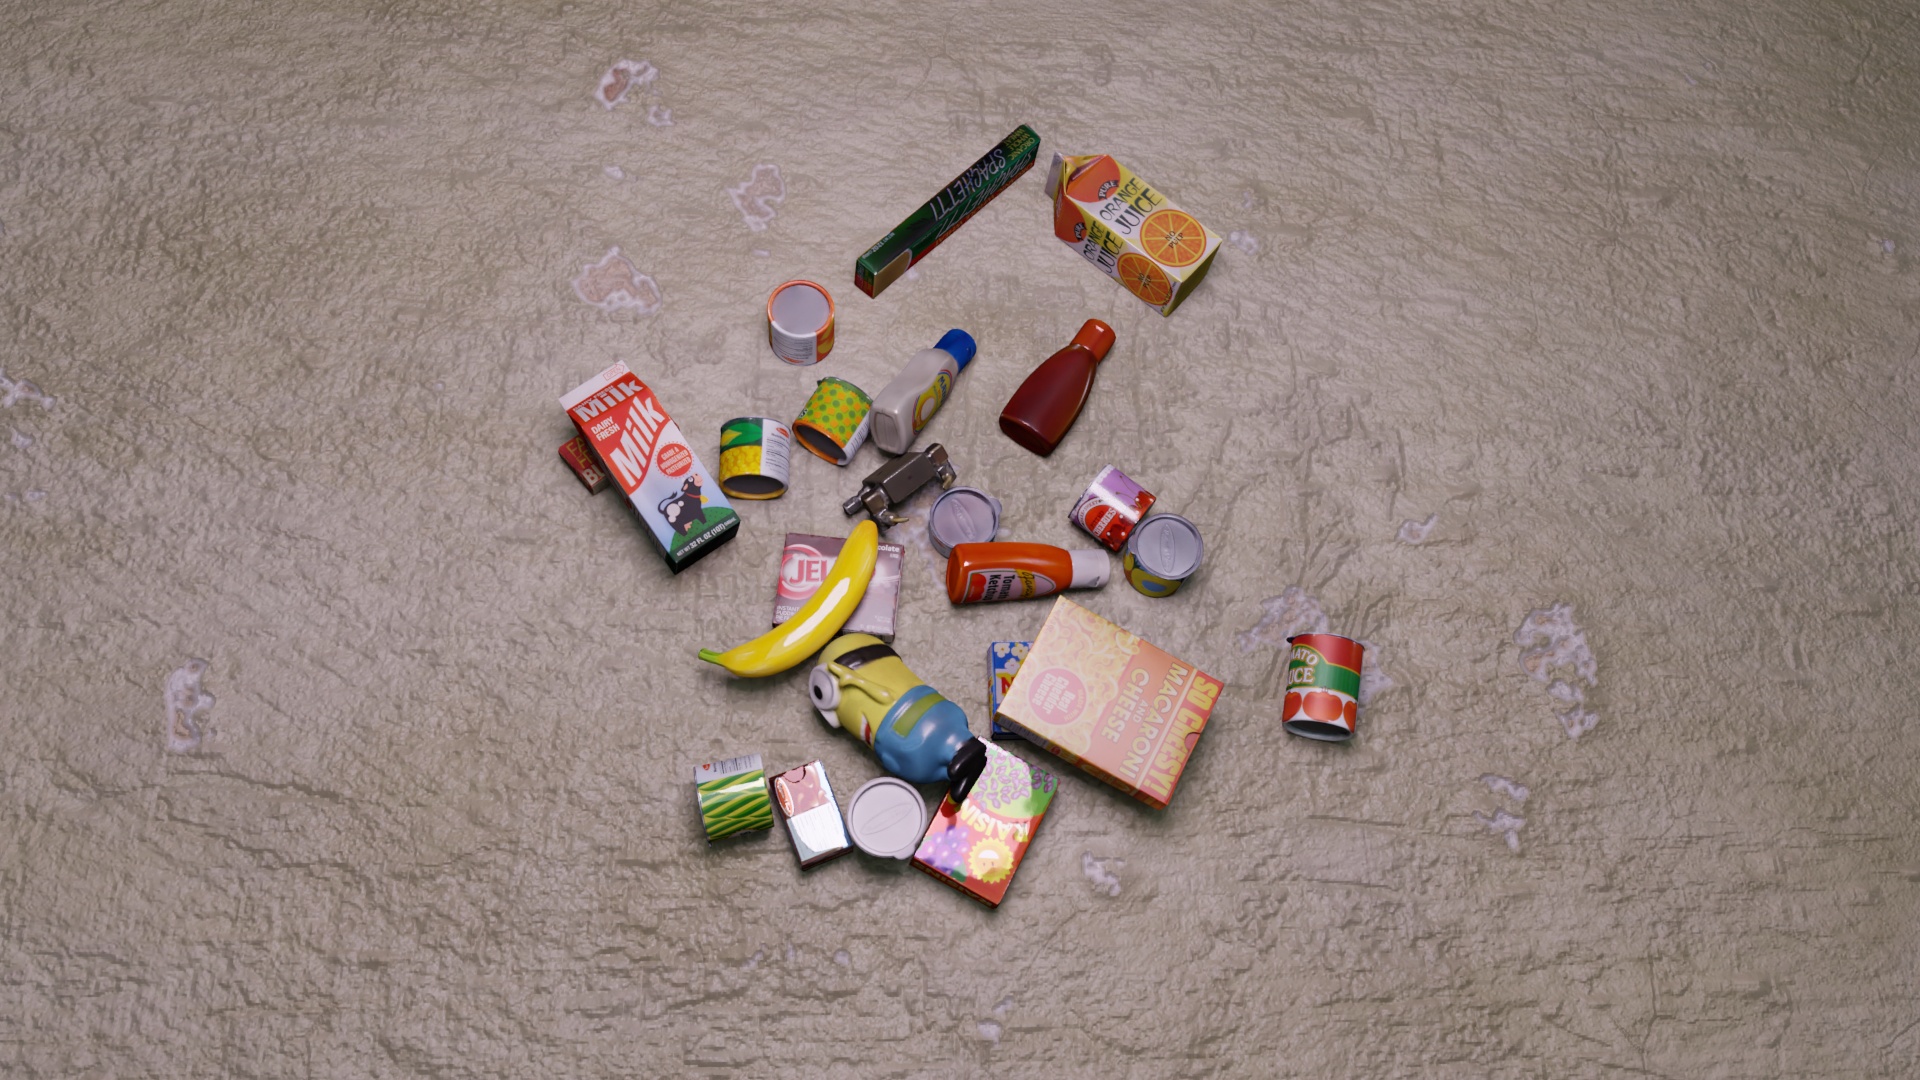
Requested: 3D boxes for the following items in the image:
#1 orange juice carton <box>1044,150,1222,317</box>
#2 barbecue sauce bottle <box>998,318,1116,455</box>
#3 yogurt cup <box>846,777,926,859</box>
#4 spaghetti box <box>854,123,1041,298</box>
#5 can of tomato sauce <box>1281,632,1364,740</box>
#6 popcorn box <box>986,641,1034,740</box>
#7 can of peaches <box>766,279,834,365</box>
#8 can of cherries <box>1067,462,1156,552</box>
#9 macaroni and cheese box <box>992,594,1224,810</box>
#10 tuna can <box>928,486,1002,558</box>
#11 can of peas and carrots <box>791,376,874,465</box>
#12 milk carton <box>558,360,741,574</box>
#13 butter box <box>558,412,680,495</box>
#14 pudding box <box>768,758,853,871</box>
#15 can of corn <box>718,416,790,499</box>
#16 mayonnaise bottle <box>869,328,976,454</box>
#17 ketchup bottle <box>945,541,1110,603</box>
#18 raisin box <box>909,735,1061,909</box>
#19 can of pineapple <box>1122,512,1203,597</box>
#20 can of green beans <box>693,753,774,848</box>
[{"bbox_3d":[0.166,-0.326,1.435,0.193,0.071,0.073,39,70,9],"label":"orange juice carton"},{"bbox_3d":[0.102,-0.157,1.378,0.065,0.043,0.149,33,69,7],"label":"barbecue sauce bottle"},{"bbox_3d":[-0.065,0.243,1.198,0.072,0.053,0.072,2,69,-5],"label":"yogurt cup"},{"bbox_3d":[-0.011,-0.343,1.436,0.029,0.050,0.251,44,71,9],"label":"spaghetti box"},{"bbox_3d":[0.331,0.134,1.274,0.071,0.071,0.083,13,69,-1],"label":"can of tomato sauce"},{"bbox_3d":[0.089,0.137,1.264,0.127,0.038,0.085,0,68,-6],"label":"popcorn box"},{"bbox_3d":[-0.156,-0.217,1.367,0.071,0.058,0.071,2,69,-5],"label":"can of peaches"},{"bbox_3d":[0.143,-0.029,1.318,0.058,0.071,0.072,37,70,8],"label":"can of cherries"},{"bbox_3d":[0.130,0.142,1.222,0.166,0.040,0.124,28,70,5],"label":"macaroni and cheese box"},{"bbox_3d":[0.005,-0.017,1.318,0.071,0.032,0.071,2,69,-5],"label":"tuna can"},{"bbox_3d":[-0.121,-0.115,1.327,0.071,0.070,0.059,28,70,6],"label":"can of peas and carrots"},{"bbox_3d":[-0.284,-0.070,1.269,0.072,0.073,0.190,-35,89,-16],"label":"milk carton"},{"bbox_3d":[-0.324,-0.094,1.321,0.104,0.024,0.053,-38,78,-18],"label":"butter box"},{"bbox_3d":[-0.129,0.238,1.207,0.050,0.030,0.084,-20,72,-12],"label":"pudding box"},{"bbox_3d":[-0.196,-0.076,1.306,0.071,0.071,0.058,1,69,-5],"label":"can of corn"},{"bbox_3d":[-0.034,-0.150,1.344,0.041,0.064,0.149,20,51,22],"label":"mayonnaise bottle"},{"bbox_3d":[0.064,0.028,1.294,0.149,0.064,0.044,-2,51,-15],"label":"ketchup bottle"},{"bbox_3d":[0.022,0.246,1.214,0.086,0.040,0.124,28,68,5],"label":"raisin box"},{"bbox_3d":[0.189,0.014,1.311,0.071,0.057,0.071,2,68,-5],"label":"can of pineapple"},{"bbox_3d":[-0.194,0.220,1.188,0.058,0.071,0.071,-11,70,-10],"label":"can of green beans"}]
